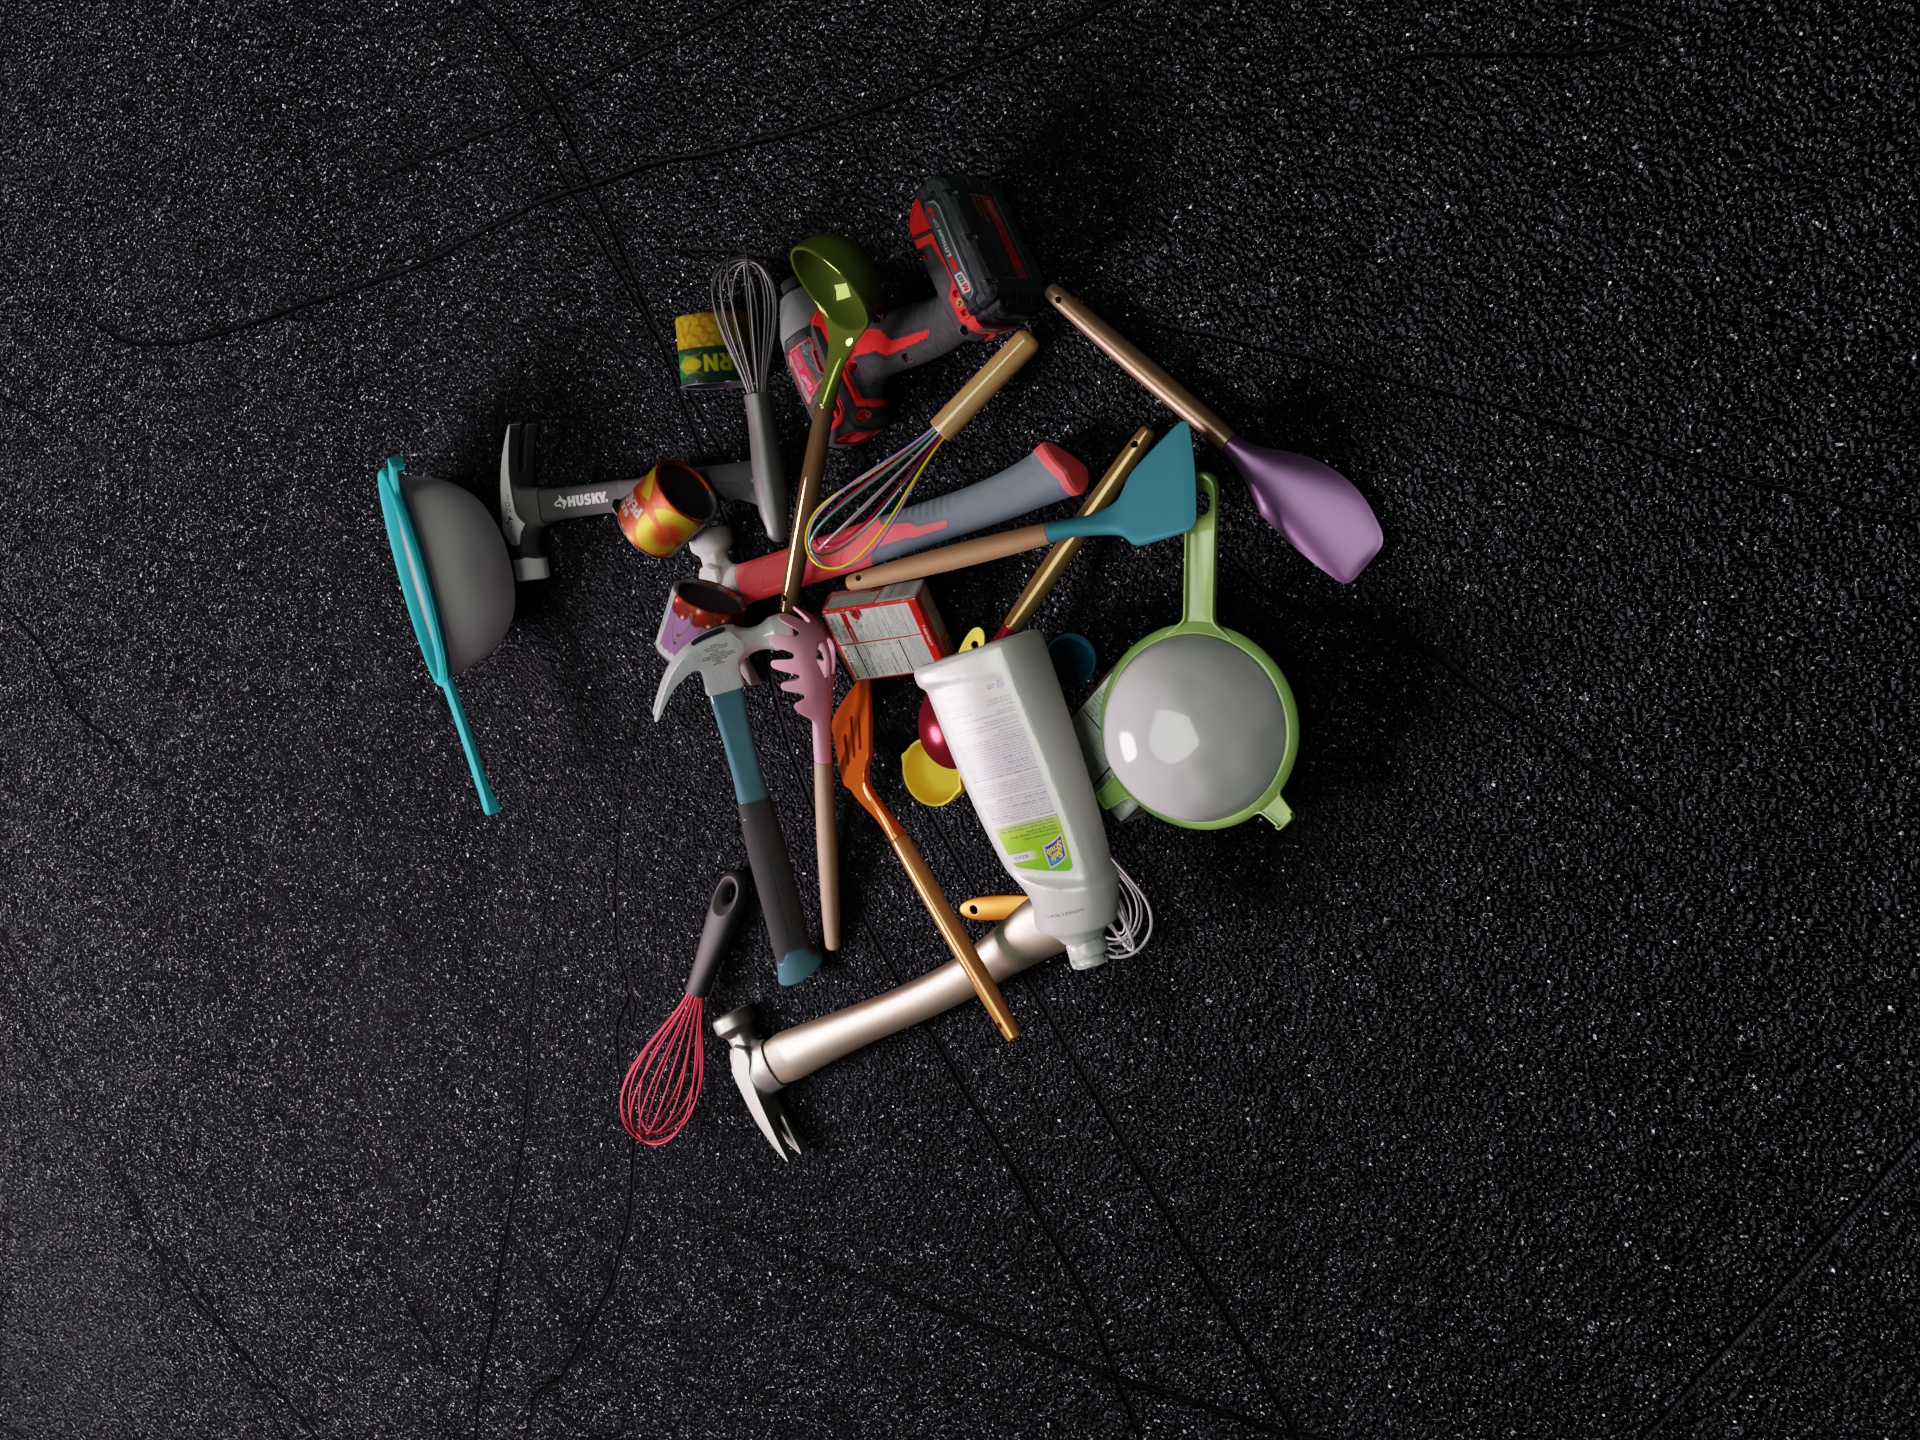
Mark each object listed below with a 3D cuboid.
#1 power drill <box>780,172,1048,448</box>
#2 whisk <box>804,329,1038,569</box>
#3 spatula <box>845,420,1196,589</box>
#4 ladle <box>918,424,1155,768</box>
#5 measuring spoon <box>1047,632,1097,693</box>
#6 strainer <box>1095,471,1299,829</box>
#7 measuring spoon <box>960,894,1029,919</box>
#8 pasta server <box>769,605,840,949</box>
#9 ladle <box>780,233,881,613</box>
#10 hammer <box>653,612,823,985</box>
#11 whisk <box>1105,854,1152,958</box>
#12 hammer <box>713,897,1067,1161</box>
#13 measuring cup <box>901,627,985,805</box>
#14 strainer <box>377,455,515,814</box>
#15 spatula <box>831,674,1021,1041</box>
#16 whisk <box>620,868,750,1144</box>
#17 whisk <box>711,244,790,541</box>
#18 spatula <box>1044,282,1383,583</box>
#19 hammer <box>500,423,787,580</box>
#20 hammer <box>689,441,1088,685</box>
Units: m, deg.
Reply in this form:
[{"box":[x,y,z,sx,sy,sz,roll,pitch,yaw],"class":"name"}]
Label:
[{"box":[-0.052,-0.321,1.236,0.219,0.078,0.143,-27,84,37],"class":"power drill"},{"box":[-0.034,-0.211,1.230,0.245,0.051,0.047,-44,51,13],"class":"whisk"},{"box":[0.039,-0.140,1.188,0.317,0.044,0.082,-11,71,31],"class":"spatula"},{"box":[0.055,-0.091,1.218,0.069,0.031,0.315,44,111,26],"class":"ladle"},{"box":[0.068,-0.008,1.232,0.042,0.021,0.128,31,100,22],"class":"measuring spoon"},{"box":[0.157,-0.044,1.110,0.151,0.069,0.256,6,102,29],"class":"strainer"},{"box":[0.047,0.153,1.296,0.117,0.011,0.021,-7,95,34],"class":"measuring spoon"},{"box":[-0.121,0.056,1.345,0.040,0.060,0.316,11,118,24],"class":"pasta server"},{"box":[-0.118,-0.220,1.238,0.078,0.062,0.320,35,127,29],"class":"ladle"},{"box":[-0.172,0.078,1.362,0.128,0.033,0.330,-15,111,-9],"class":"hammer"},{"box":[0.078,0.072,1.245,0.059,0.057,0.246,-26,80,-1],"class":"whisk"},{"box":[-0.050,0.255,1.357,0.410,0.038,0.146,-31,83,35],"class":"hammer"},{"box":[-0.002,-0.004,1.291,0.062,0.029,0.156,28,111,26],"class":"measuring cup"},{"box":[-0.462,-0.084,1.518,0.211,0.095,0.340,-17,90,68],"class":"strainer"},{"box":[-0.030,0.113,1.292,0.323,0.041,0.081,59,141,17],"class":"spatula"},{"box":[-0.252,0.271,1.490,0.073,0.073,0.295,28,107,26],"class":"whisk"},{"box":[-0.164,-0.265,1.296,0.055,0.055,0.239,-3,98,34],"class":"whisk"},{"box":[0.175,-0.217,1.139,0.316,0.018,0.059,44,117,17],"class":"spatula"},{"box":[-0.293,-0.210,1.436,0.335,0.035,0.146,-1,99,33],"class":"hammer"},{"box":[-0.063,-0.133,1.298,0.386,0.038,0.143,-13,93,34],"class":"hammer"}]
